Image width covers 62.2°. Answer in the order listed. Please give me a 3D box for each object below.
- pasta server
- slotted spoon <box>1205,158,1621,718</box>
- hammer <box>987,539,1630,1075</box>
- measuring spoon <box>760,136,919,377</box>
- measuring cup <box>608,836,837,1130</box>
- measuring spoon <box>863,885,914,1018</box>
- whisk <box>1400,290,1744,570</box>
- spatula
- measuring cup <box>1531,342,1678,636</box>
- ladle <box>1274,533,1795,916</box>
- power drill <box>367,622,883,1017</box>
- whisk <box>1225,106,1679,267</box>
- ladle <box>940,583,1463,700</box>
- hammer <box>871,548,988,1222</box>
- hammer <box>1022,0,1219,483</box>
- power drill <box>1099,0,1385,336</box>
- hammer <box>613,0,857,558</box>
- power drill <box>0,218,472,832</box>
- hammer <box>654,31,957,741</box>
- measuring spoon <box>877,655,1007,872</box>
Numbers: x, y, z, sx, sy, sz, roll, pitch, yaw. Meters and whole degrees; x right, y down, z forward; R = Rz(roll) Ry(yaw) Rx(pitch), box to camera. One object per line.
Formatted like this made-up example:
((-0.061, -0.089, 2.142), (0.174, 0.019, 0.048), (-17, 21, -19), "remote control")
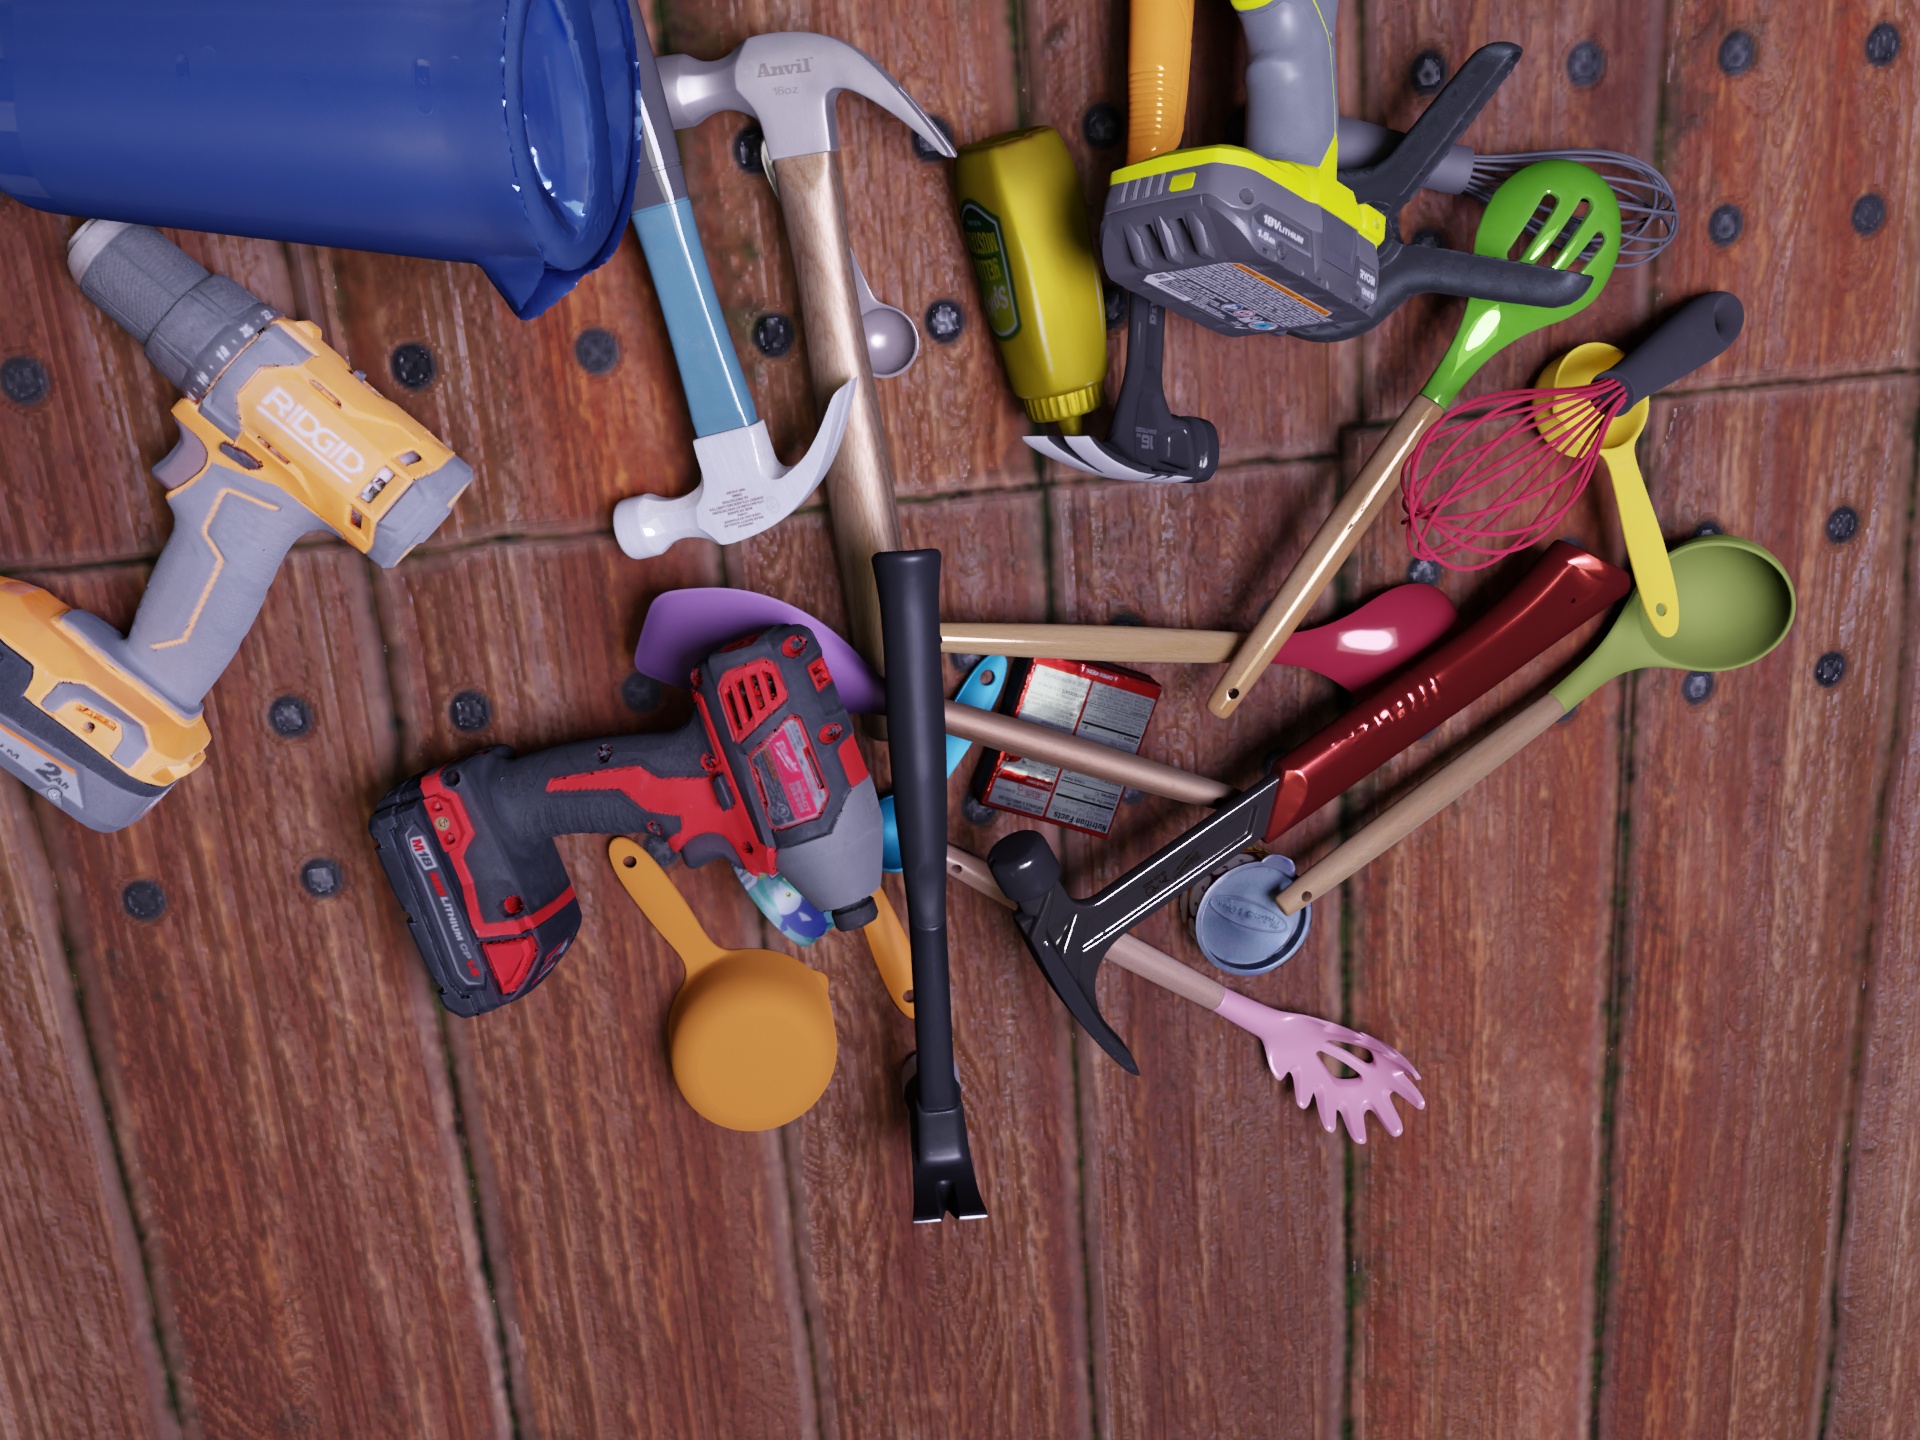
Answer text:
((0.120, 0.145, 0.871), (0.316, 0.040, 0.060), (29, 109, -16), "pasta server")
((0.214, -0.131, 0.770), (0.070, 0.031, 0.313), (33, 100, -8), "slotted spoon")
((0.191, 0.028, 0.808), (0.359, 0.037, 0.149), (-34, 118, -6), "hammer")
((-0.058, -0.220, 0.751), (0.034, 0.018, 0.124), (-27, 103, 17), "measuring spoon")
((-0.128, 0.135, 0.813), (0.095, 0.052, 0.173), (-32, 111, -1), "measuring cup")
((-0.041, 0.111, 0.844), (0.021, 0.011, 0.116), (-22, 108, -4), "measuring spoon")
((0.301, -0.150, 0.758), (0.296, 0.073, 0.073), (-33, 112, -32), "whisk")
((-0.001, -0.002, 0.782), (0.315, 0.018, 0.059), (17, 114, -15), "spatula")
((0.338, -0.117, 0.825), (0.062, 0.029, 0.156), (-19, 94, -17), "measuring cup")
((0.301, 0.009, 0.842), (0.320, 0.062, 0.078), (-36, 106, -5), "ladle")
((-0.145, 0.054, 0.739), (0.219, 0.078, 0.143), (-19, 98, 11), "power drill")
((0.243, -0.266, 0.779), (0.239, 0.055, 0.055), (9, 104, -8), "whisk")
((0.123, -0.039, 0.807), (0.315, 0.031, 0.069), (1, 106, -17), "ladle")
((-0.016, 0.080, 0.754), (0.035, 0.146, 0.334), (-4, 111, -4), "hammer")
((0.083, -0.278, 0.712), (0.127, 0.034, 0.337), (-6, 100, -54), "hammer")
((0.120, -0.293, 0.666), (0.190, 0.080, 0.228), (7, 87, -48), "power drill")
((-0.137, -0.238, 0.691), (0.128, 0.033, 0.330), (-10, 110, 16), "hammer")
((-0.357, -0.088, 0.697), (0.185, 0.084, 0.226), (42, 91, -16), "power drill")
((-0.051, -0.147, 0.750), (0.130, 0.031, 0.331), (-5, 111, 11), "hammer")
((-0.014, 0.019, 0.825), (0.042, 0.021, 0.128), (31, 89, -24), "measuring spoon")
